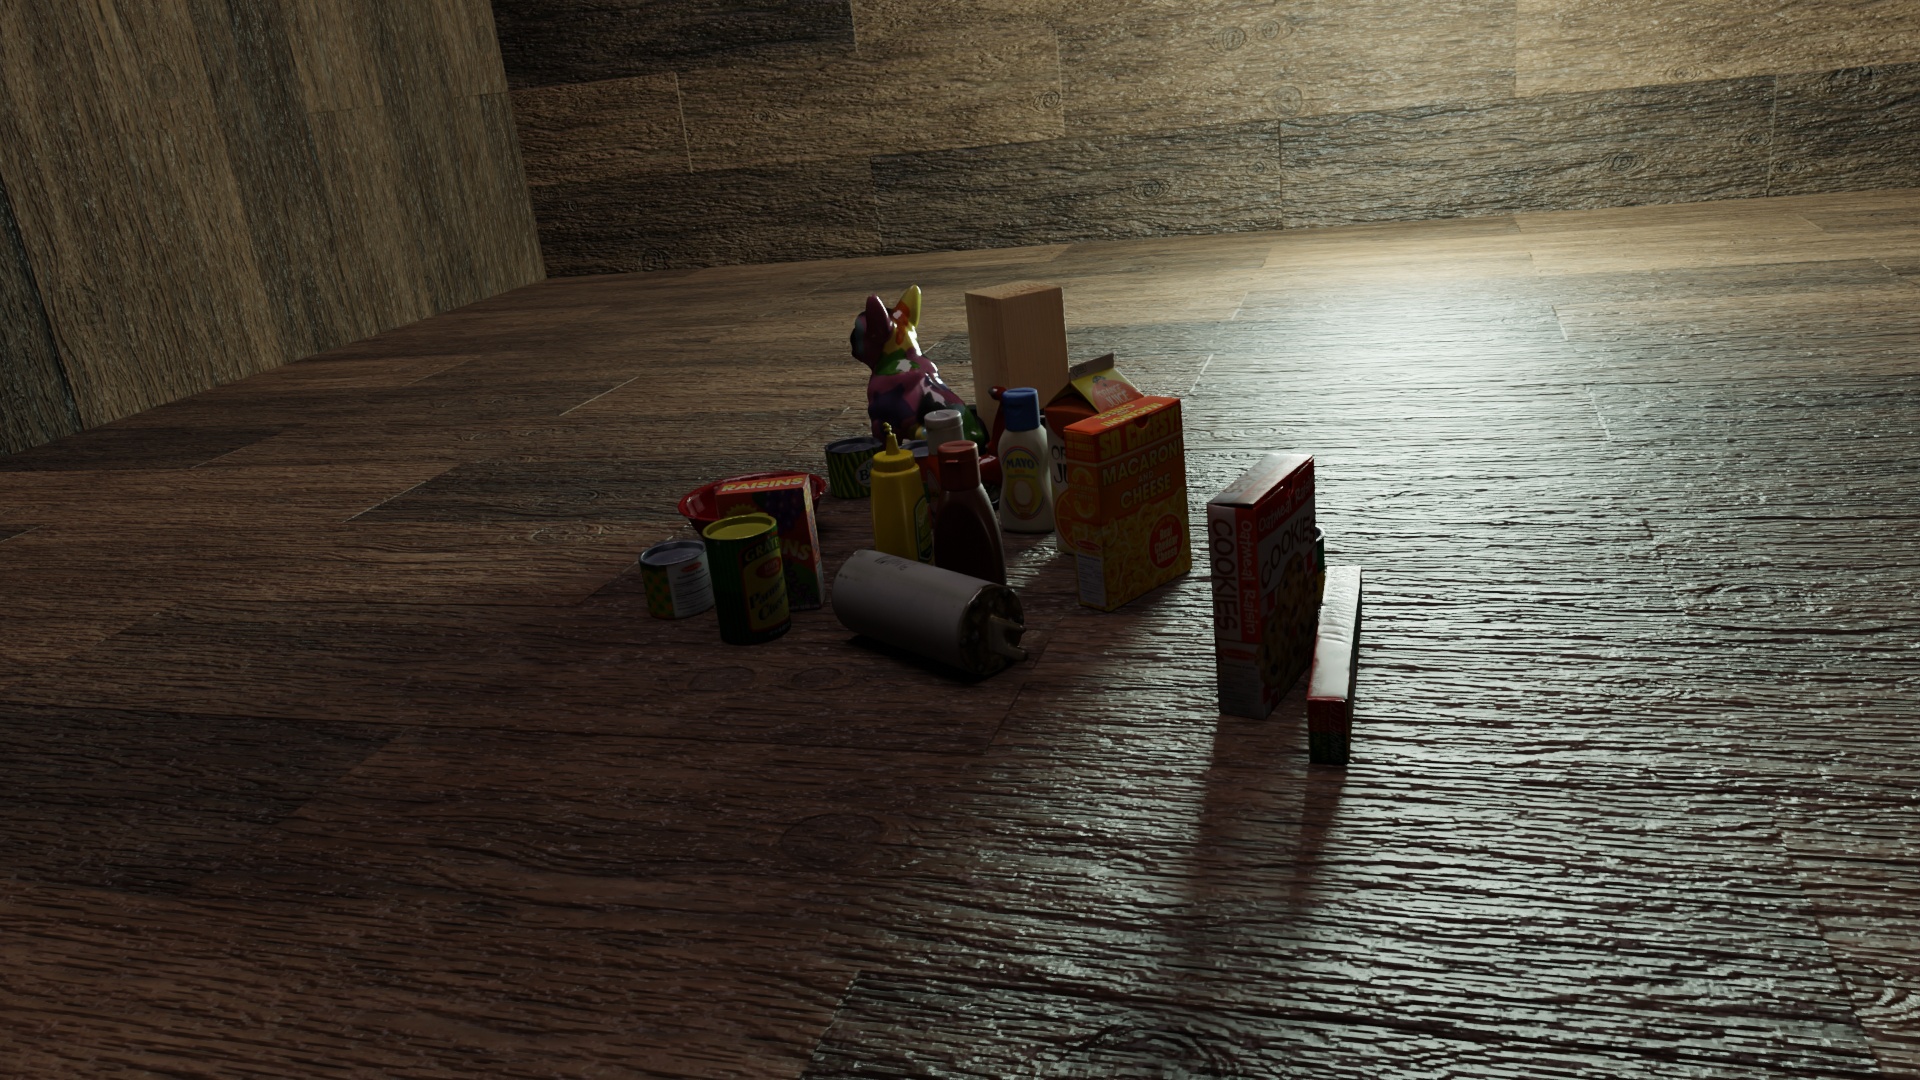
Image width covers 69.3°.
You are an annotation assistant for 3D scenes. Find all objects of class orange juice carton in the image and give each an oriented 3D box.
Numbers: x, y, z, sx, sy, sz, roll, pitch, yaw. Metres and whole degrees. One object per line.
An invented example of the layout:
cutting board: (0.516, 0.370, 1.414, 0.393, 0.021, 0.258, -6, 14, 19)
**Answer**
orange juice carton: (0.135, -0.083, 1.351, 0.073, 0.192, 0.072, 12, 26, 42)

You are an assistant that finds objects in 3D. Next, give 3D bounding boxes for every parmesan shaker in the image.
parmesan shaker: (-0.191, 0.034, 1.261, 0.071, 0.102, 0.071, -6, 19, 2)

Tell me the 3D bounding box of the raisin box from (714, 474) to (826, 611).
raisin box: (-0.178, 0.005, 1.309, 0.086, 0.123, 0.040, -5, 19, 4)

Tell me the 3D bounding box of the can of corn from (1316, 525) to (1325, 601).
can of corn: (0.285, 0.020, 1.215, 0.071, 0.058, 0.071, -6, 19, 2)

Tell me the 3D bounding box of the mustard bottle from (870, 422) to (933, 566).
mustard bottle: (-0.059, -0.034, 1.326, 0.049, 0.159, 0.065, -1, 20, 16)

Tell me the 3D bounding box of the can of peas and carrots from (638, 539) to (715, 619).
can of peas and carrots: (-0.275, 0.037, 1.347, 0.071, 0.058, 0.071, -6, 19, 2)

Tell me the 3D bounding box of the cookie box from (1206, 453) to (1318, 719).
cookie box: (0.230, 0.031, 1.039, 0.040, 0.166, 0.123, 6, 23, 32)

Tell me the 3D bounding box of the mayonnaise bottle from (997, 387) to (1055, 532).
mayonnaise bottle: (0.068, -0.082, 1.438, 0.065, 0.147, 0.041, 2, 21, 23)

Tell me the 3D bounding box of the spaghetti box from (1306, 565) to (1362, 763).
spaghetti box: (0.284, 0.085, 1.044, 0.028, 0.050, 0.251, 0, 20, 18)

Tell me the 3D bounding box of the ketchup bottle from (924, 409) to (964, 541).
ketchup bottle: (-0.009, -0.055, 1.384, 0.044, 0.148, 0.065, -15, 21, -22)

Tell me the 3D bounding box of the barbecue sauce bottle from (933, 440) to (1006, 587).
barbecue sauce bottle: (0.005, -0.016, 1.271, 0.065, 0.148, 0.044, 0, 20, 19)

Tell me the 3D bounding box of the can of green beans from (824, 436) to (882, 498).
can of green beans: (-0.125, -0.087, 1.646, 0.071, 0.057, 0.071, -6, 19, 2)

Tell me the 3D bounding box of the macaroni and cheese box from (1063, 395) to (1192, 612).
macaroni and cheese box: (0.154, -0.035, 1.251, 0.124, 0.165, 0.040, -23, 25, -39)

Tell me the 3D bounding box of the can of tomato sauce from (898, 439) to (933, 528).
can of tomato sauce: (-0.035, -0.062, 1.512, 0.071, 0.082, 0.071, -6, 19, 2)
